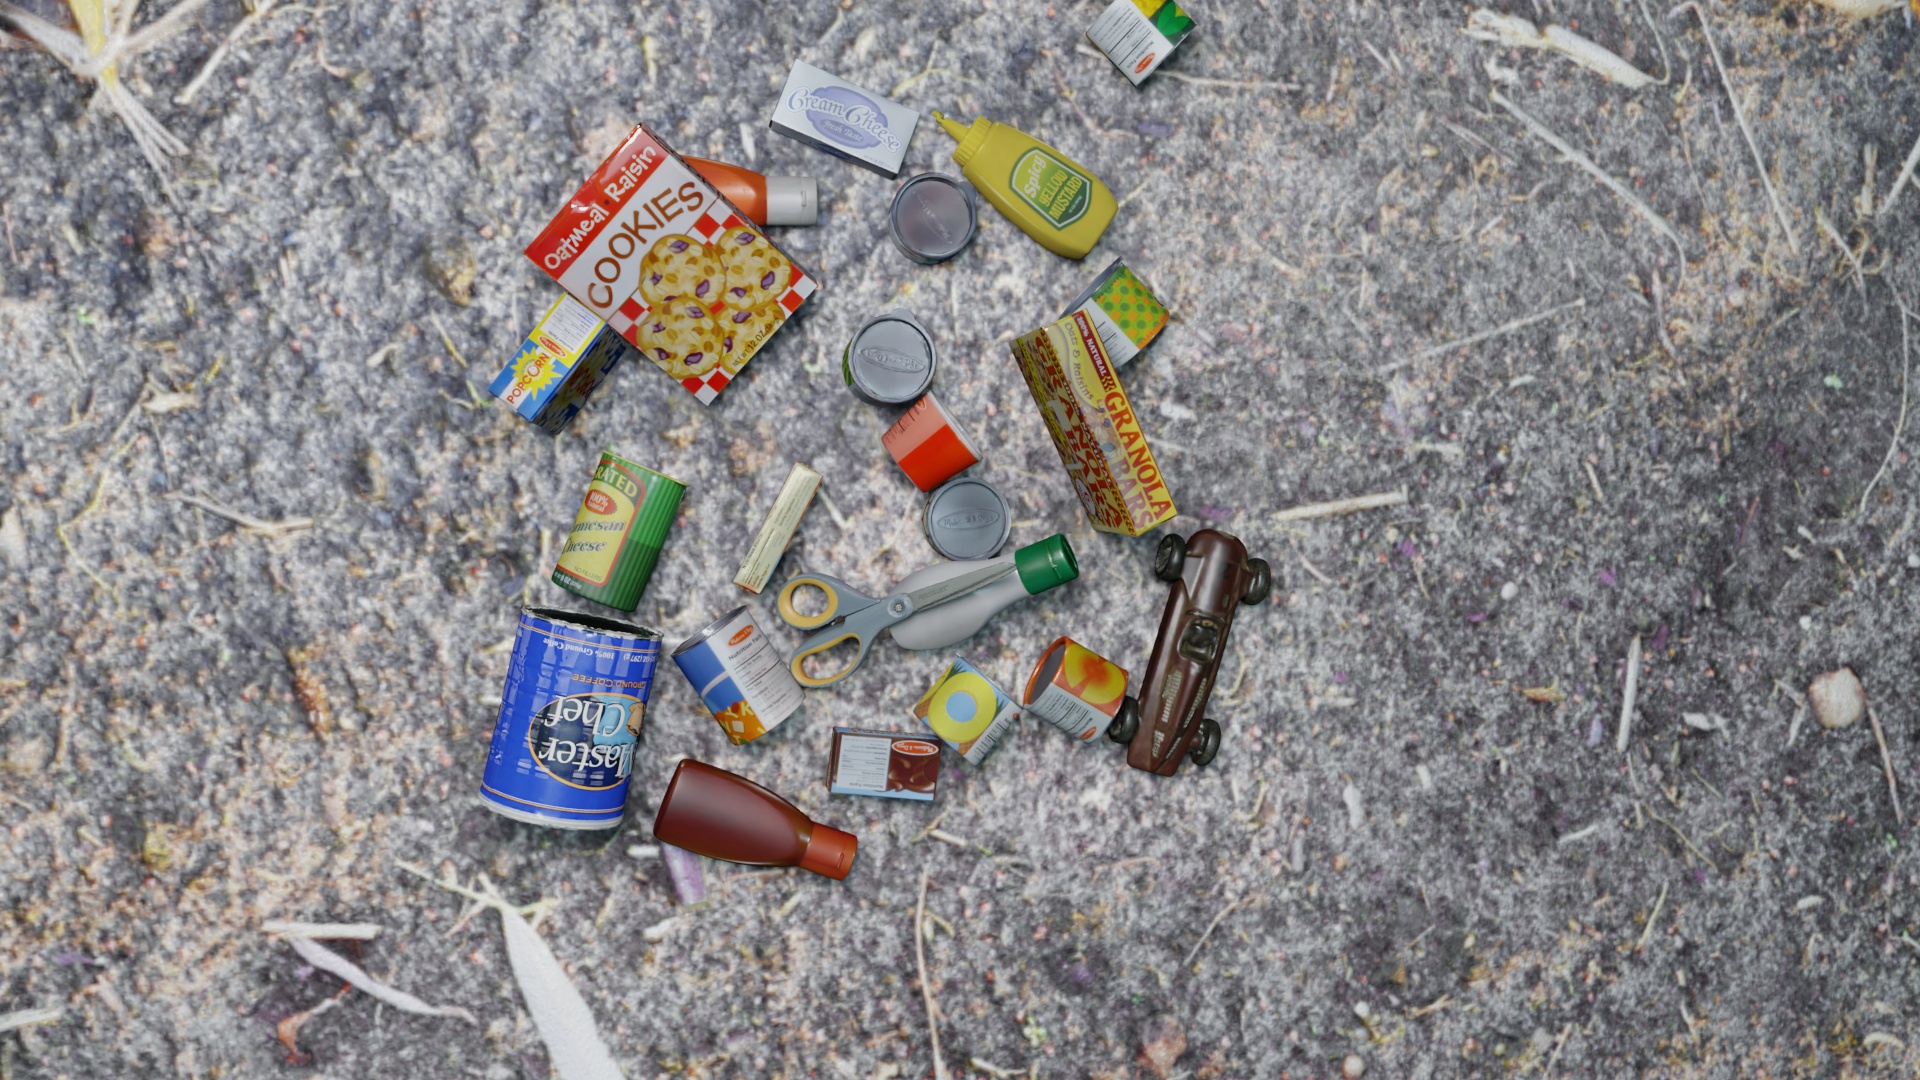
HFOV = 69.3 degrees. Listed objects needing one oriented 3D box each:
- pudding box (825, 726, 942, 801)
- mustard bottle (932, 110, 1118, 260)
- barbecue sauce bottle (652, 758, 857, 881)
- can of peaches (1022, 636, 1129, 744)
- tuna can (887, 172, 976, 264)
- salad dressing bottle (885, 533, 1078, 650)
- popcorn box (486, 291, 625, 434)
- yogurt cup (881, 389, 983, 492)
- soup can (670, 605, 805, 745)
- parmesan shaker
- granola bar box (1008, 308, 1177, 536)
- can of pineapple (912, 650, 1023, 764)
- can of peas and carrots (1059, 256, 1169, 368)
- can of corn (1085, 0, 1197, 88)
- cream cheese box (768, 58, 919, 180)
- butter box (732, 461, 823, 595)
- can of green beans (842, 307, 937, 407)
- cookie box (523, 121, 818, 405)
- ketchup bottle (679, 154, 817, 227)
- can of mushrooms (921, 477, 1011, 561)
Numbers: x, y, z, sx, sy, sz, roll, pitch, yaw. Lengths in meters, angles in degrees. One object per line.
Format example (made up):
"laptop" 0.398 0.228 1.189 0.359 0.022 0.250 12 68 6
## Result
"pudding box" -0.060 0.173 1.075 0.084 0.030 0.049 6 89 -11
"mustard bottle" 0.044 -0.282 1.073 0.160 0.049 0.065 33 84 -10
"barbecue sauce bottle" -0.153 0.218 1.052 0.148 0.043 0.065 22 88 -11
"can of peaches" 0.090 0.115 1.084 0.058 0.071 0.071 30 86 -9
"tuna can" -0.021 -0.249 1.070 0.071 0.033 0.071 0 92 -10
"salad dressing bottle" 0.016 0.037 1.049 0.147 0.044 0.064 -22 117 16
"popcorn box" -0.281 -0.122 0.978 0.038 0.126 0.085 36 85 -7
"yogurt cup" -0.023 -0.073 1.058 0.054 0.072 0.072 -37 98 5
"soup can" -0.166 0.101 1.037 0.071 0.071 0.083 -34 98 -8
"parmesan shaker" -0.247 -0.005 1.015 0.071 0.071 0.103 22 87 -10
"granola bar box" 0.099 -0.088 1.050 0.039 0.124 0.165 -26 96 -7
"can of pineapple" 0.004 0.129 1.068 0.071 0.071 0.058 41 85 -9
"can of peas and carrots" 0.122 -0.177 1.082 0.058 0.071 0.071 45 84 -9
"can of corn" 0.141 -0.398 1.081 0.058 0.071 0.071 44 84 -8
"cream cheese box" -0.088 -0.321 1.060 0.104 0.024 0.053 20 86 -10
"butter box" -0.137 -0.009 1.044 0.024 0.053 0.103 28 86 -7
"can of green beans" -0.055 -0.135 1.054 0.071 0.058 0.071 0 92 -10
"cookie box" -0.206 -0.198 1.003 0.167 0.040 0.123 41 98 -22
"ketchup bottle" -0.182 -0.254 1.034 0.149 0.043 0.064 -2 98 -11
"can of mushrooms" 0.004 -0.014 1.080 0.071 0.033 0.071 0 91 -11
